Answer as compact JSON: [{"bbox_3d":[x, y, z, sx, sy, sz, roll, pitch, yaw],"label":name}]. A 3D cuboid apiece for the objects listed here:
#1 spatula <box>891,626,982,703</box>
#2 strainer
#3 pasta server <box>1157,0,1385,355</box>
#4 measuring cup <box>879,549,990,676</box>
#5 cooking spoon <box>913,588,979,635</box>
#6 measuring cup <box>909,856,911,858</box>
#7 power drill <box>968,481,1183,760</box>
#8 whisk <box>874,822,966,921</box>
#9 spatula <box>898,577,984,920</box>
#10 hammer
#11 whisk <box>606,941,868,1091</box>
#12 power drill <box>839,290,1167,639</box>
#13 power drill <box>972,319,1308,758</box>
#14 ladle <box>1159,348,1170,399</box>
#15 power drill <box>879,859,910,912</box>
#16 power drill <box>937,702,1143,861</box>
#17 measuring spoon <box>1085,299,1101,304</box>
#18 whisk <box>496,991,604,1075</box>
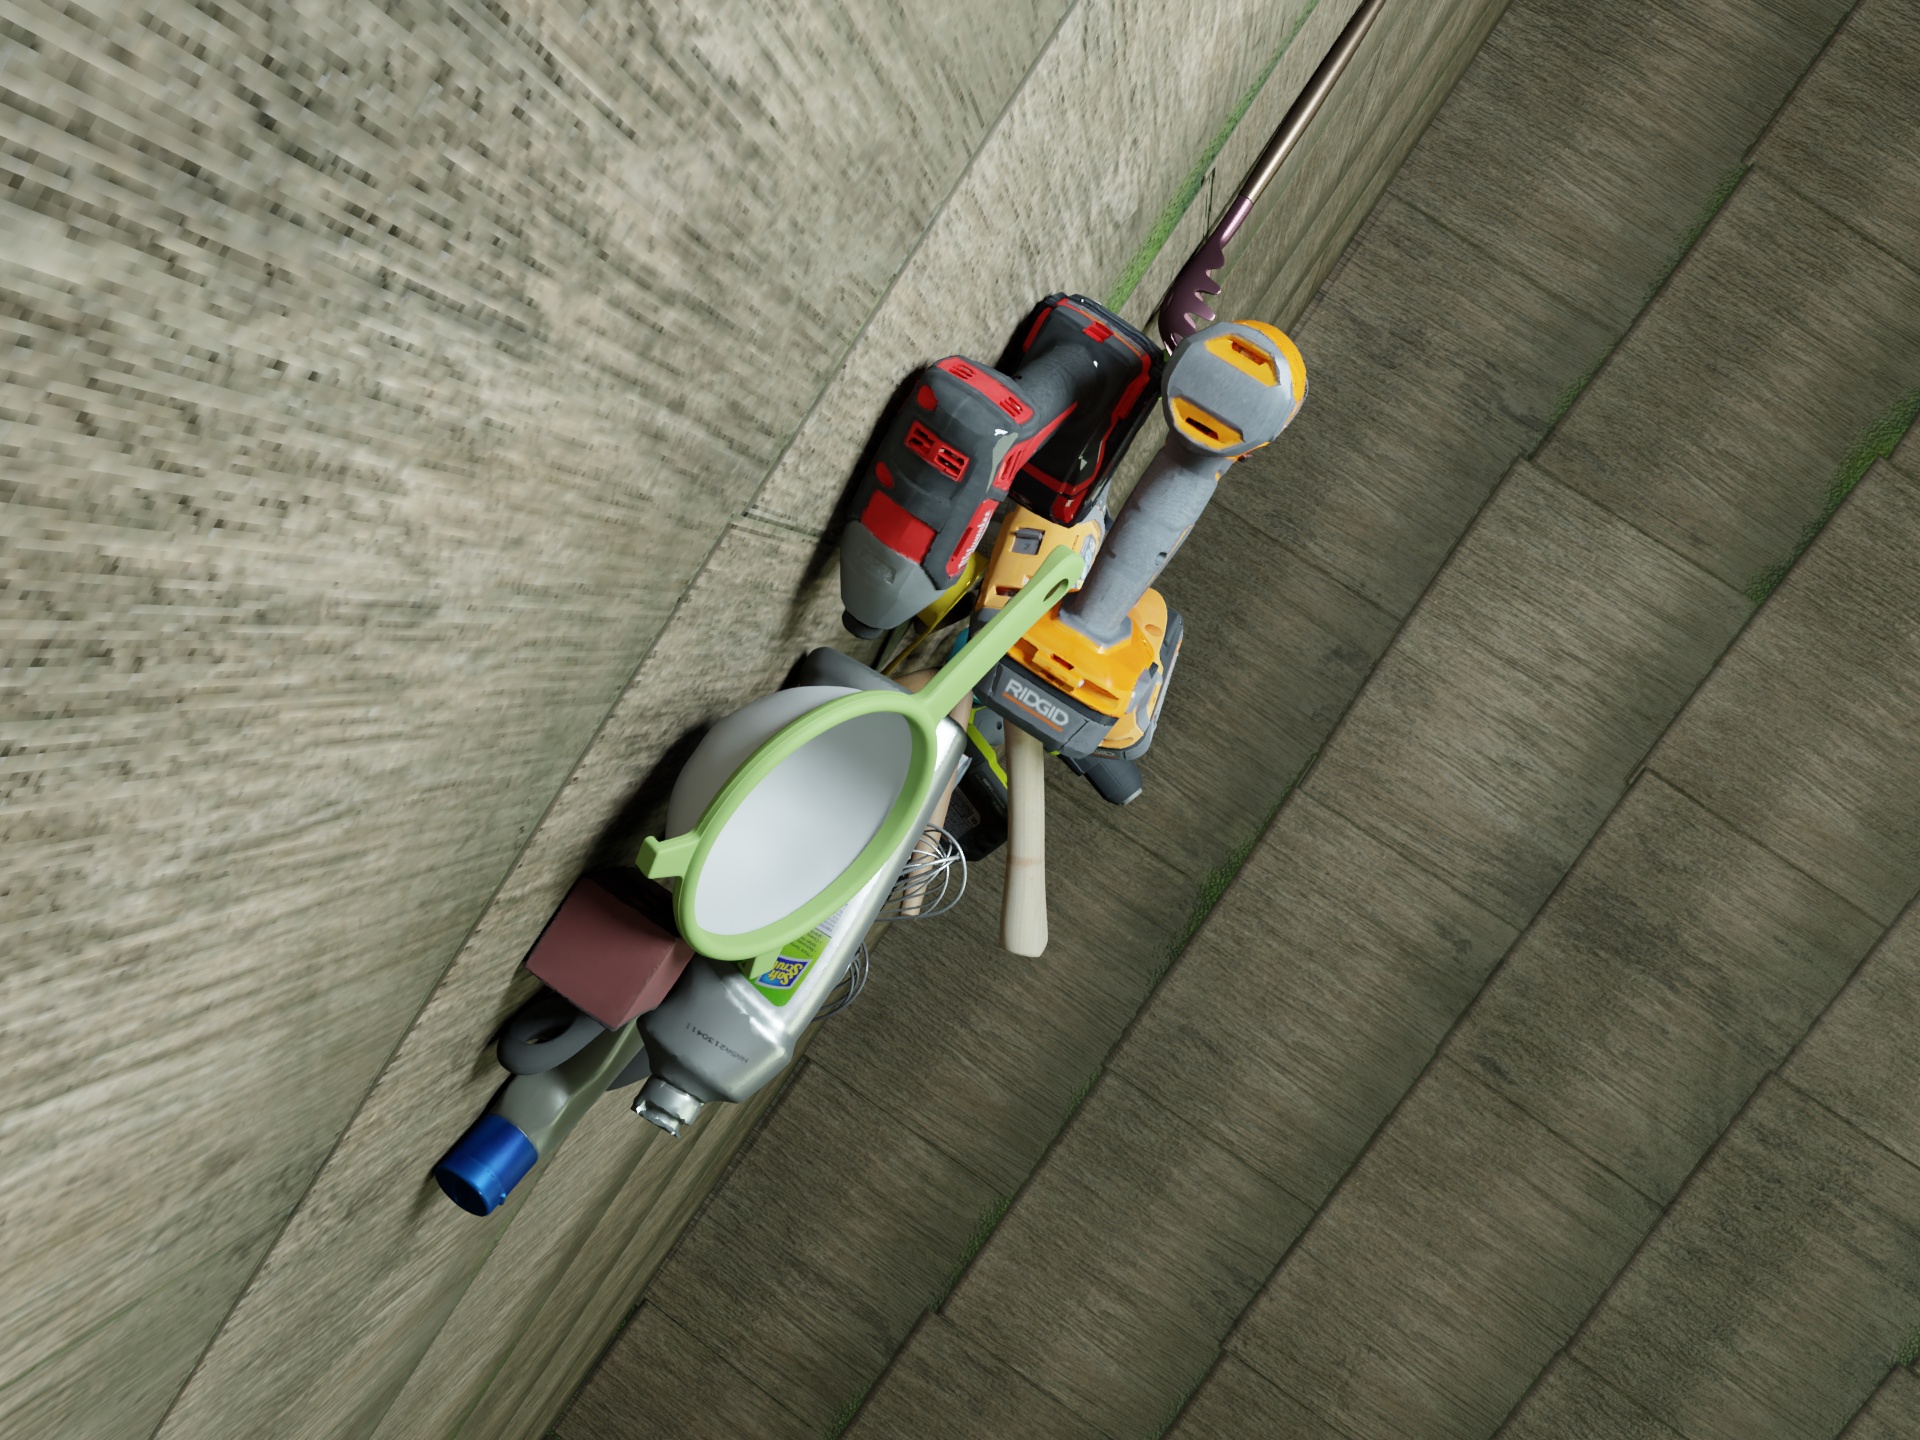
[{"bbox_3d":[-0.006,-0.035,1.181,0.317,0.044,0.082,-26,107,-75],"label":"spatula"},{"bbox_3d":[-0.050,-0.004,0.744,0.256,0.069,0.151,-45,153,-11],"label":"strainer"},{"bbox_3d":[0.240,-0.418,1.221,0.316,0.040,0.060,-57,-173,2],"label":"pasta server"},{"bbox_3d":[-0.035,-0.063,1.039,0.156,0.029,0.062,-44,-177,44],"label":"measuring cup"},{"bbox_3d":[0.010,-0.093,1.241,0.068,0.017,0.319,-46,178,16],"label":"cooking spoon"},{"bbox_3d":[-0.093,0.107,1.137,0.167,0.038,0.083,-25,158,-30],"label":"measuring cup"},{"bbox_3d":[0.085,-0.091,1.064,0.226,0.084,0.185,51,54,-58],"label":"power drill"},{"bbox_3d":[-0.095,0.125,1.013,0.246,0.059,0.058,-26,177,31],"label":"whisk"},{"bbox_3d":[-0.002,-0.004,1.128,0.059,0.018,0.316,92,10,-61],"label":"spatula"},{"bbox_3d":[0.051,0.008,1.184,0.146,0.038,0.410,-49,145,-46],"label":"hammer"},{"bbox_3d":[-0.148,0.185,0.975,0.239,0.055,0.055,-29,-171,29],"label":"whisk"},{"bbox_3d":[0.015,-0.126,0.788,0.143,0.078,0.220,-59,171,34],"label":"power drill"},{"bbox_3d":[0.103,-0.104,0.829,0.226,0.084,0.164,-60,174,21],"label":"power drill"},{"bbox_3d":[0.111,-0.189,1.387,0.320,0.062,0.078,-54,177,17],"label":"ladle"},{"bbox_3d":[-0.045,0.063,1.424,0.223,0.080,0.171,-54,176,-49],"label":"power drill"},{"bbox_3d":[0.050,0.025,1.351,0.080,0.190,0.228,-41,176,41],"label":"power drill"},{"bbox_3d":[0.069,-0.235,0.943,0.034,0.018,0.124,-57,-178,14],"label":"measuring spoon"},{"bbox_3d":[-0.155,0.121,0.869,0.073,0.073,0.296,-58,169,25],"label":"whisk"}]
